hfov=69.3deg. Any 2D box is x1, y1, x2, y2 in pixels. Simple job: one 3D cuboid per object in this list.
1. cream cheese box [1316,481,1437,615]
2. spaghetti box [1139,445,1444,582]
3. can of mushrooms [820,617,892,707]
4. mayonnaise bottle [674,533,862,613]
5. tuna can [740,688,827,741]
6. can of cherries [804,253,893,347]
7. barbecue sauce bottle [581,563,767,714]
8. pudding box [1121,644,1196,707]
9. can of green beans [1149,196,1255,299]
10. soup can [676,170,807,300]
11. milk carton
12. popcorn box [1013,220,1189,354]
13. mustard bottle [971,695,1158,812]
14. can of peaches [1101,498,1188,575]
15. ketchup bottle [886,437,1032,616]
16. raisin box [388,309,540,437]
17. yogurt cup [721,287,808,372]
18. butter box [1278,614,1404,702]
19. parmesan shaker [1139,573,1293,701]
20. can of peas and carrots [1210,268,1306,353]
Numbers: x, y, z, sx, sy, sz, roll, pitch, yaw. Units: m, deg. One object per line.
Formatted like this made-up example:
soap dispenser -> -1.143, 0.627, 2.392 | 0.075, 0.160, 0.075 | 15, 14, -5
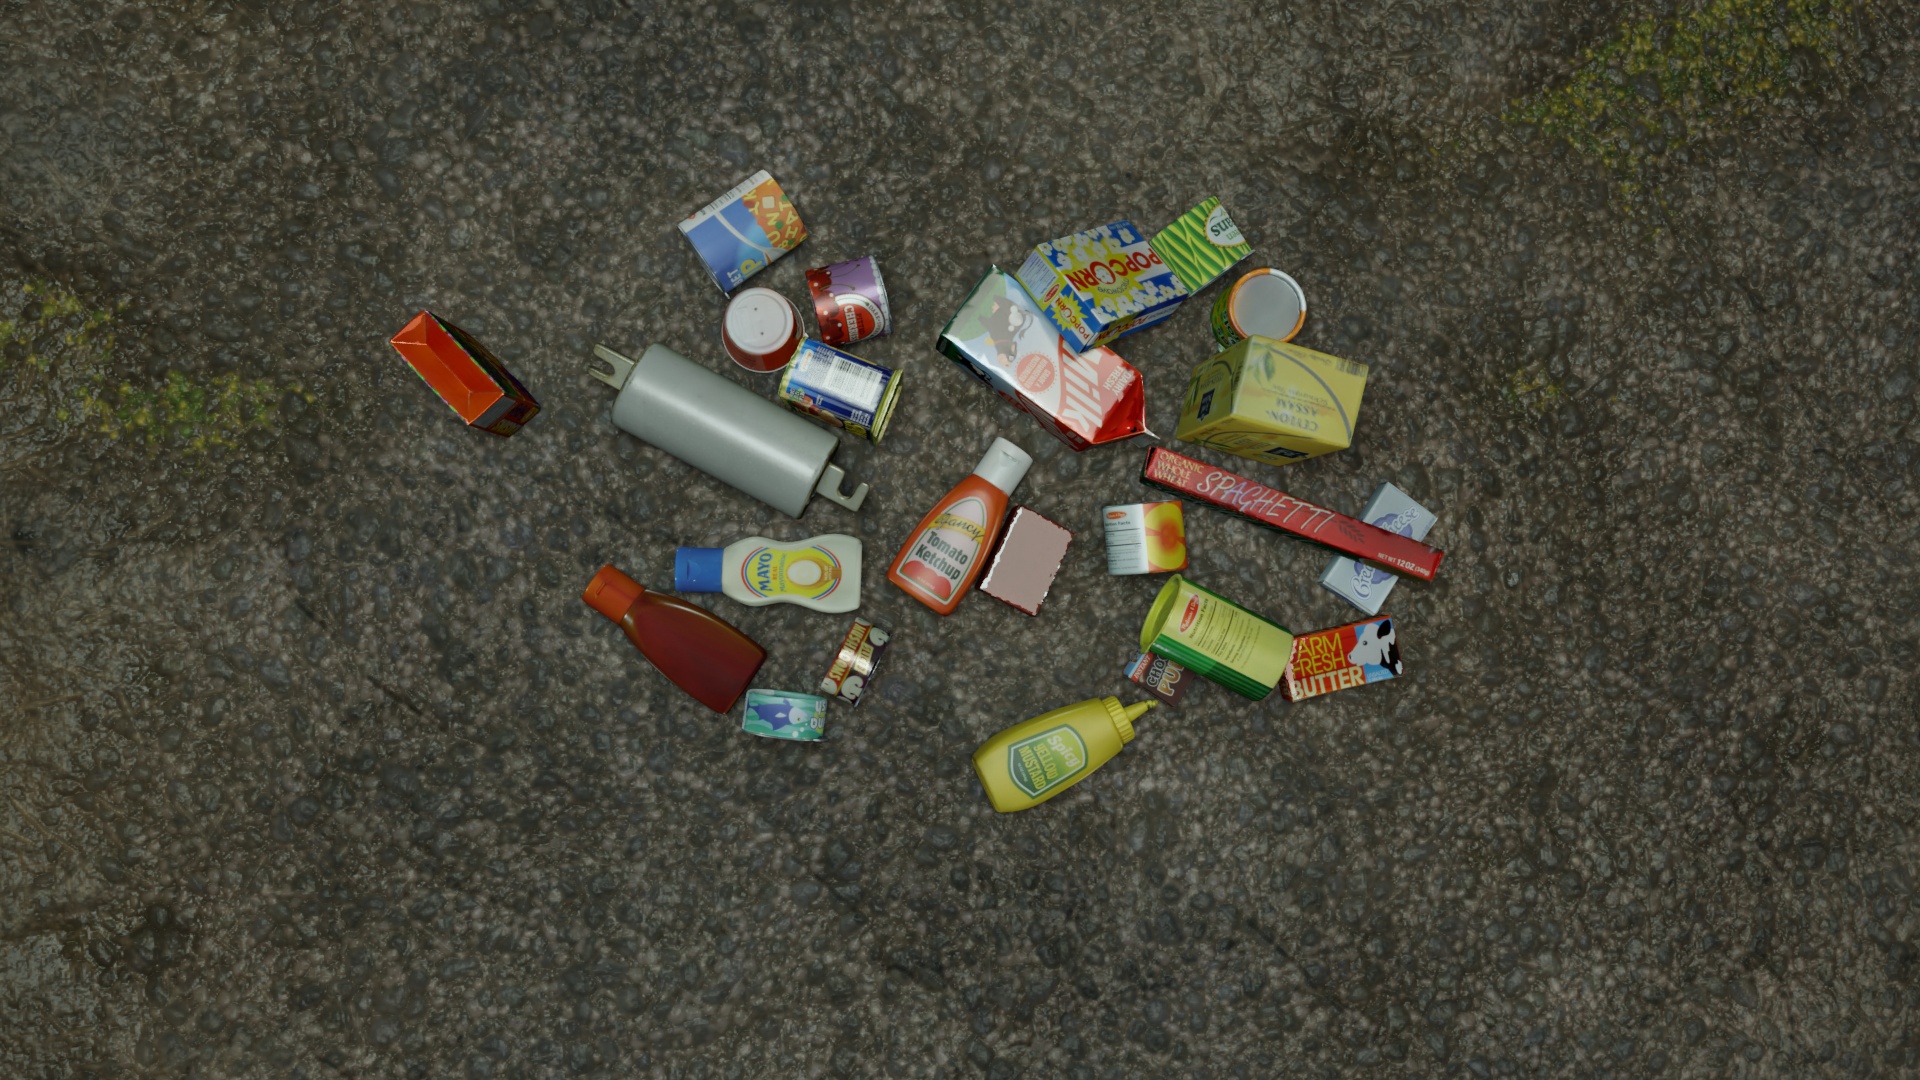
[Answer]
cream cheese box -> 0.353, 0.007, 1.178 | 0.053, 0.024, 0.104 | 34, 86, -2
spaghetti box -> 0.268, -0.021, 1.142 | 0.250, 0.050, 0.028 | 20, 87, 4
can of mushrooms -> -0.083, 0.097, 1.113 | 0.033, 0.071, 0.071 | 28, 86, -2
mayonnaise bottle -> -0.155, 0.026, 1.124 | 0.148, 0.041, 0.064 | 1, 90, -6
tuna can -> -0.138, 0.139, 1.108 | 0.071, 0.071, 0.033 | 7, 88, -5
can of cherries -> -0.090, -0.191, 1.122 | 0.058, 0.071, 0.071 | -14, 90, -5
barbecue sauce bottle -> -0.232, 0.074, 1.115 | 0.148, 0.043, 0.065 | 35, 86, -3
pudding box -> 0.178, 0.090, 1.157 | 0.049, 0.030, 0.084 | 34, 85, -3
can of green beans -> 0.200, -0.243, 1.151 | 0.071, 0.071, 0.058 | -34, 91, -5
soup can -> -0.174, -0.246, 1.119 | 0.084, 0.071, 0.071 | -35, 92, -5
milk carton -> 0.078, -0.135, 1.134 | 0.190, 0.072, 0.073 | 36, 86, -3
popcorn box -> 0.115, -0.206, 1.115 | 0.127, 0.038, 0.085 | -26, 74, -43
mustard bottle -> 0.090, 0.165, 1.137 | 0.160, 0.049, 0.065 | -26, 92, -5
can of peaches -> 0.154, -0.003, 1.141 | 0.071, 0.071, 0.058 | -5, 89, -5
ketchup bottle -> 0.004, -0.014, 1.138 | 0.065, 0.043, 0.149 | 34, 85, 2
raisin box -> -0.377, -0.126, 1.067 | 0.040, 0.123, 0.086 | -44, 93, -4
yogurt cup -> -0.161, -0.173, 1.123 | 0.072, 0.054, 0.072 | 0, 88, -4
butter box -> 0.318, 0.099, 1.172 | 0.103, 0.024, 0.053 | -12, 90, -5
parmesan shaker -> 0.203, 0.081, 1.110 | 0.103, 0.071, 0.071 | 27, 86, -5
can of peas and carrots -> 0.246, -0.187, 1.158 | 0.071, 0.058, 0.071 | 0, 88, -5
